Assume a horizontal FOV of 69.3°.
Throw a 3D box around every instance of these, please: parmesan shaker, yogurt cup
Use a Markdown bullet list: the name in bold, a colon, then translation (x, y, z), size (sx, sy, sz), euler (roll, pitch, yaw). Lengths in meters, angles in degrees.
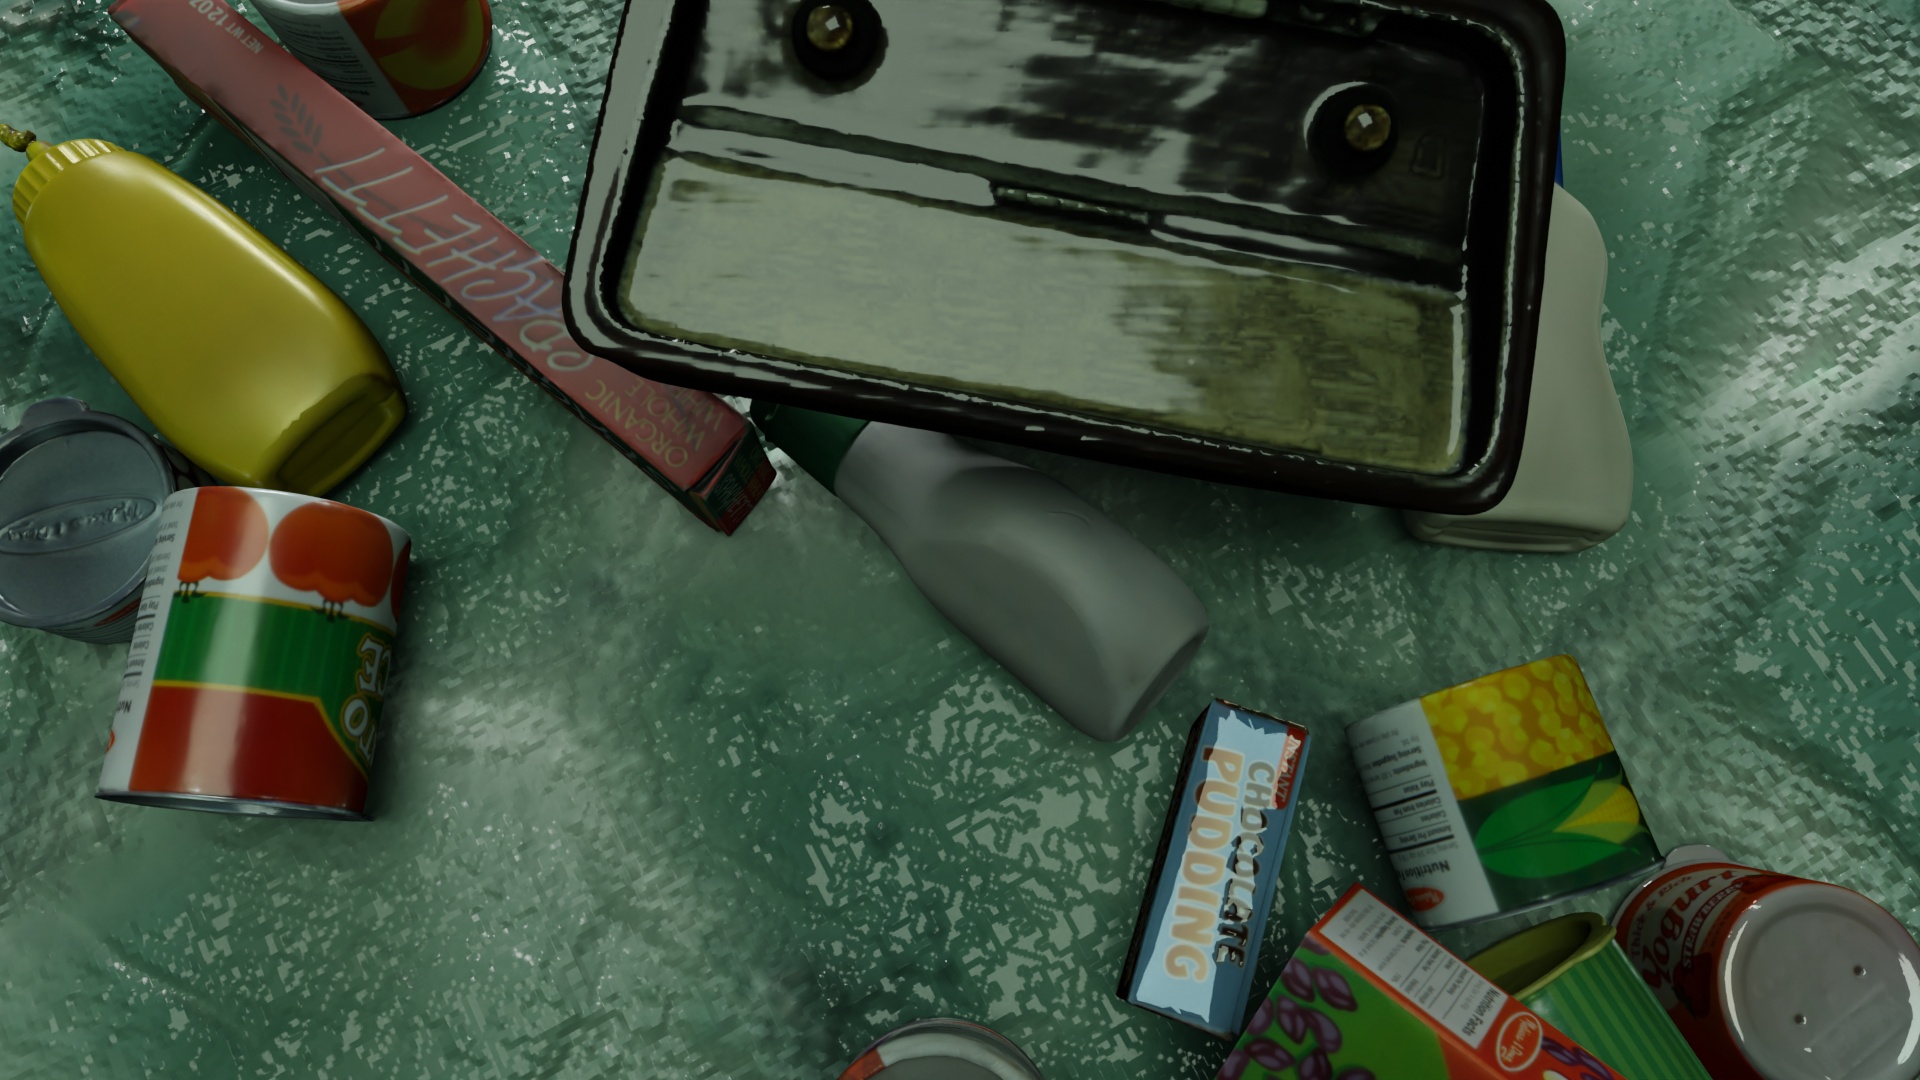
- **parmesan shaker**: translation (0.165, 0.156, 0.349), size (0.071, 0.071, 0.103), euler (-30, 76, -7)
- **yogurt cup**: translation (0.215, 0.119, 0.369), size (0.072, 0.054, 0.072), euler (0, 75, 0)

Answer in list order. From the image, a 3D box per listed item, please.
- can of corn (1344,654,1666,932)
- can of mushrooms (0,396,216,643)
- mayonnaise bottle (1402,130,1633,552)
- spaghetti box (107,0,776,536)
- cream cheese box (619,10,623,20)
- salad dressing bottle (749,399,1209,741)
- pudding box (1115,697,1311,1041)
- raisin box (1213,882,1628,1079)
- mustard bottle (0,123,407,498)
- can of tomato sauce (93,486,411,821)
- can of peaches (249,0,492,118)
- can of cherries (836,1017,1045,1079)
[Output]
- **can of corn**: translation (0.148, 0.068, 0.378), size (0.071, 0.071, 0.058), euler (-16, 75, -4)
- **can of mushrooms**: translation (-0.261, -0.005, 0.418), size (0.071, 0.033, 0.071), euler (0, 75, 1)
- **mayonnaise bottle**: translation (0.169, -0.072, 0.431), size (0.065, 0.041, 0.148), euler (5, 73, 0)
- **spaghetti box**: translation (-0.160, -0.091, 0.433), size (0.250, 0.050, 0.029), euler (38, 80, 10)
- **cream cheese box**: translation (-0.057, -0.184, 0.472), size (0.104, 0.024, 0.053), euler (-39, 77, -10)
- **salad dressing bottle**: translation (0.001, -0.005, 0.404), size (0.148, 0.064, 0.044), euler (40, 59, 18)
- **pudding box**: translation (0.069, 0.090, 0.380), size (0.030, 0.049, 0.084), euler (17, 75, 7)
- **raisin box**: translation (0.117, 0.153, 0.317), size (0.123, 0.040, 0.085), euler (35, 112, 26)
- **mustard bottle**: translation (-0.244, -0.080, 0.431), size (0.160, 0.048, 0.065), euler (43, 78, 12)
- **can of tomato sauce**: translation (-0.193, 0.034, 0.390), size (0.071, 0.071, 0.083), euler (3, 74, 1)
- **can of peaches**: translation (-0.195, -0.185, 0.455), size (0.071, 0.058, 0.071), euler (0, 75, 1)
- **can of cherries**: translation (-0.006, 0.161, 0.356), size (0.071, 0.058, 0.071), euler (0, 74, 0)
